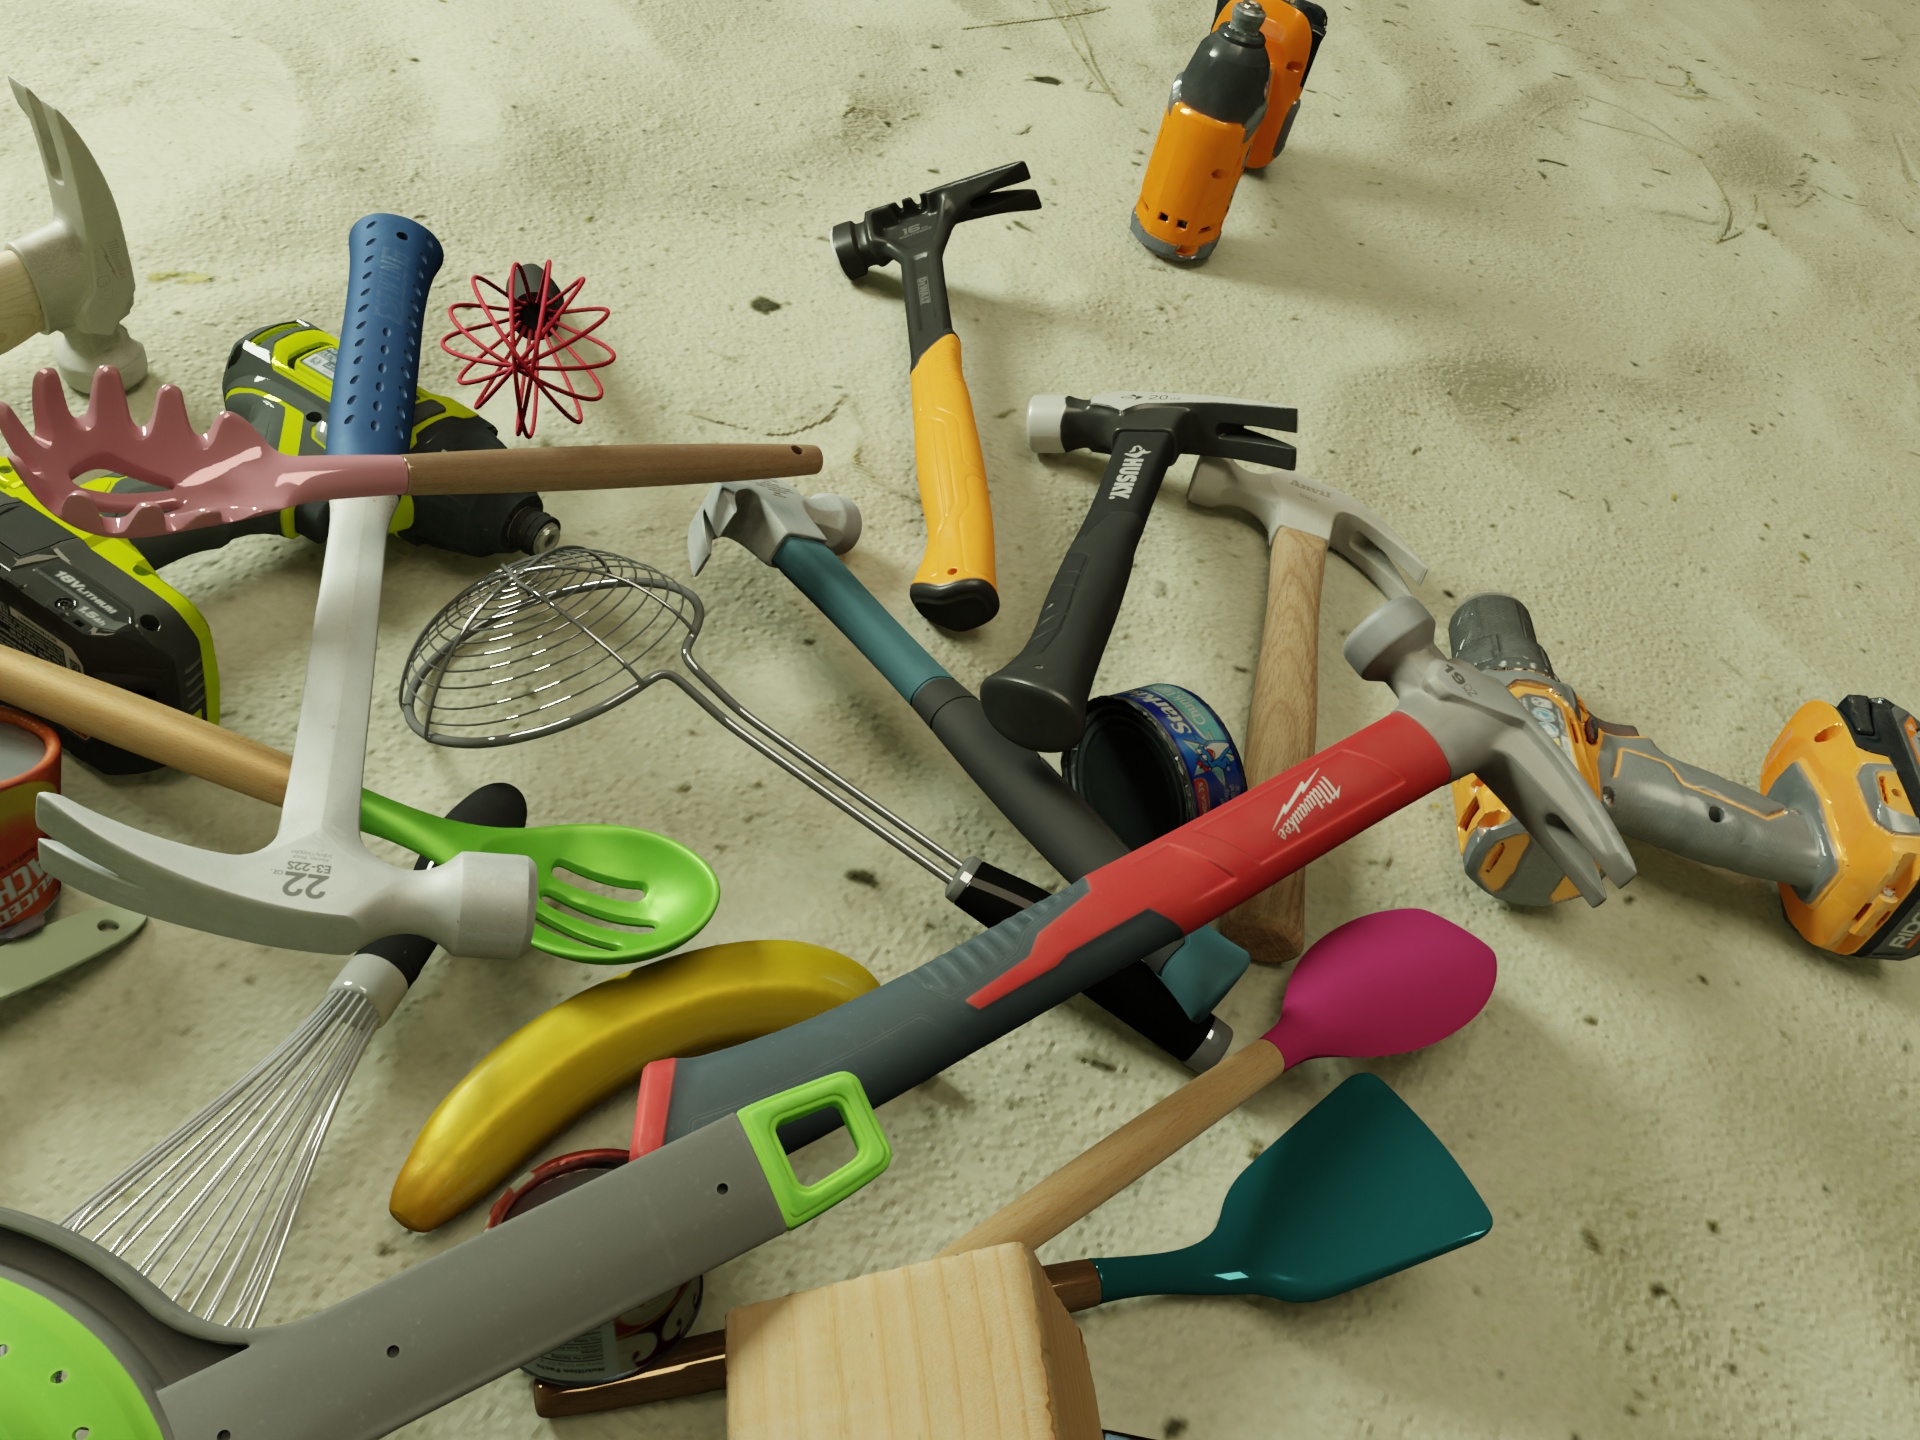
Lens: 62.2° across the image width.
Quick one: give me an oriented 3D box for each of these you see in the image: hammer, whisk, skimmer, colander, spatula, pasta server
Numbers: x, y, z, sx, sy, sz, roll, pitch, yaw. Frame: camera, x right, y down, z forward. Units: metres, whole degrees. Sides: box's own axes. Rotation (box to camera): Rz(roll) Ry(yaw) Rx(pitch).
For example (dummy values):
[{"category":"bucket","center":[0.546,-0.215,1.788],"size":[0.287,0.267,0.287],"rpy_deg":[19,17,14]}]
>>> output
[{"category":"hammer","center":[-0.502,-0.109,0.594],"size":[0.038,0.146,0.411],"rpy_deg":[34,51,15]},{"category":"hammer","center":[-0.237,-0.081,0.612],"size":[0.144,0.035,0.406],"rpy_deg":[8,43,-22]},{"category":"whisk","center":[-0.200,-0.188,0.745],"size":[0.073,0.073,0.296],"rpy_deg":[2,20,-15]},{"category":"hammer","center":[0.161,-0.017,0.776],"size":[0.130,0.031,0.332],"rpy_deg":[17,45,0]},{"category":"hammer","center":[-0.001,-0.002,0.667],"size":[0.331,0.033,0.128],"rpy_deg":[46,22,27]},{"category":"hammer","center":[0.074,-0.083,0.740],"size":[0.146,0.035,0.335],"rpy_deg":[4,32,14]},{"category":"skimmer","center":[-0.060,0.045,0.649],"size":[0.363,0.090,0.127],"rpy_deg":[34,44,2]},{"category":"colander","center":[-0.192,0.173,0.362],"size":[0.397,0.094,0.205],"rpy_deg":[-23,74,-19]},{"category":"hammer","center":[0.068,0.079,0.556],"size":[0.386,0.038,0.143],"rpy_deg":[-25,66,-26]},{"category":"spatula","center":[0.021,0.183,0.529],"size":[0.317,0.044,0.082],"rpy_deg":[-5,31,-20]},{"category":"whisk","center":[-0.210,0.113,0.520],"size":[0.070,0.070,0.285],"rpy_deg":[20,39,2]},{"category":"pasta server","center":[-0.183,-0.099,0.604],"size":[0.316,0.040,0.060],"rpy_deg":[-9,62,-38]},{"category":"hammer","center":[-0.004,-0.182,0.856],"size":[0.127,0.034,0.337],"rpy_deg":[-16,50,12]}]

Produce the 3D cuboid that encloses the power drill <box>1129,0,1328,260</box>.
[{"category":"power drill","center":[0.189,-0.434,1.099],"size":[0.084,0.164,0.227],"rpy_deg":[23,43,6]}]

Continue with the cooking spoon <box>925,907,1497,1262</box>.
[{"category":"cooking spoon","center":[0.096,0.132,0.574],"size":[0.319,0.017,0.069],"rpy_deg":[-22,40,-38]}]

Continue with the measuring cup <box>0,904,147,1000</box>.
[{"category":"measuring cup","center":[-0.332,0.107,0.506],"size":[0.083,0.038,0.167],"rpy_deg":[28,28,14]}]

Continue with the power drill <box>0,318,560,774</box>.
[{"category":"power drill","center":[-0.294,-0.080,0.665],"size":[0.171,0.080,0.223],"rpy_deg":[30,43,12]}]

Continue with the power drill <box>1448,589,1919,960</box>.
[{"category":"power drill","center":[0.343,0.018,0.768],"size":[0.226,0.084,0.186],"rpy_deg":[10,43,-2]}]

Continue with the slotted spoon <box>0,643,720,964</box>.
[{"category":"slotted spoon","center":[-0.236,0.020,0.555],"size":[0.313,0.031,0.070],"rpy_deg":[22,35,-5]}]
